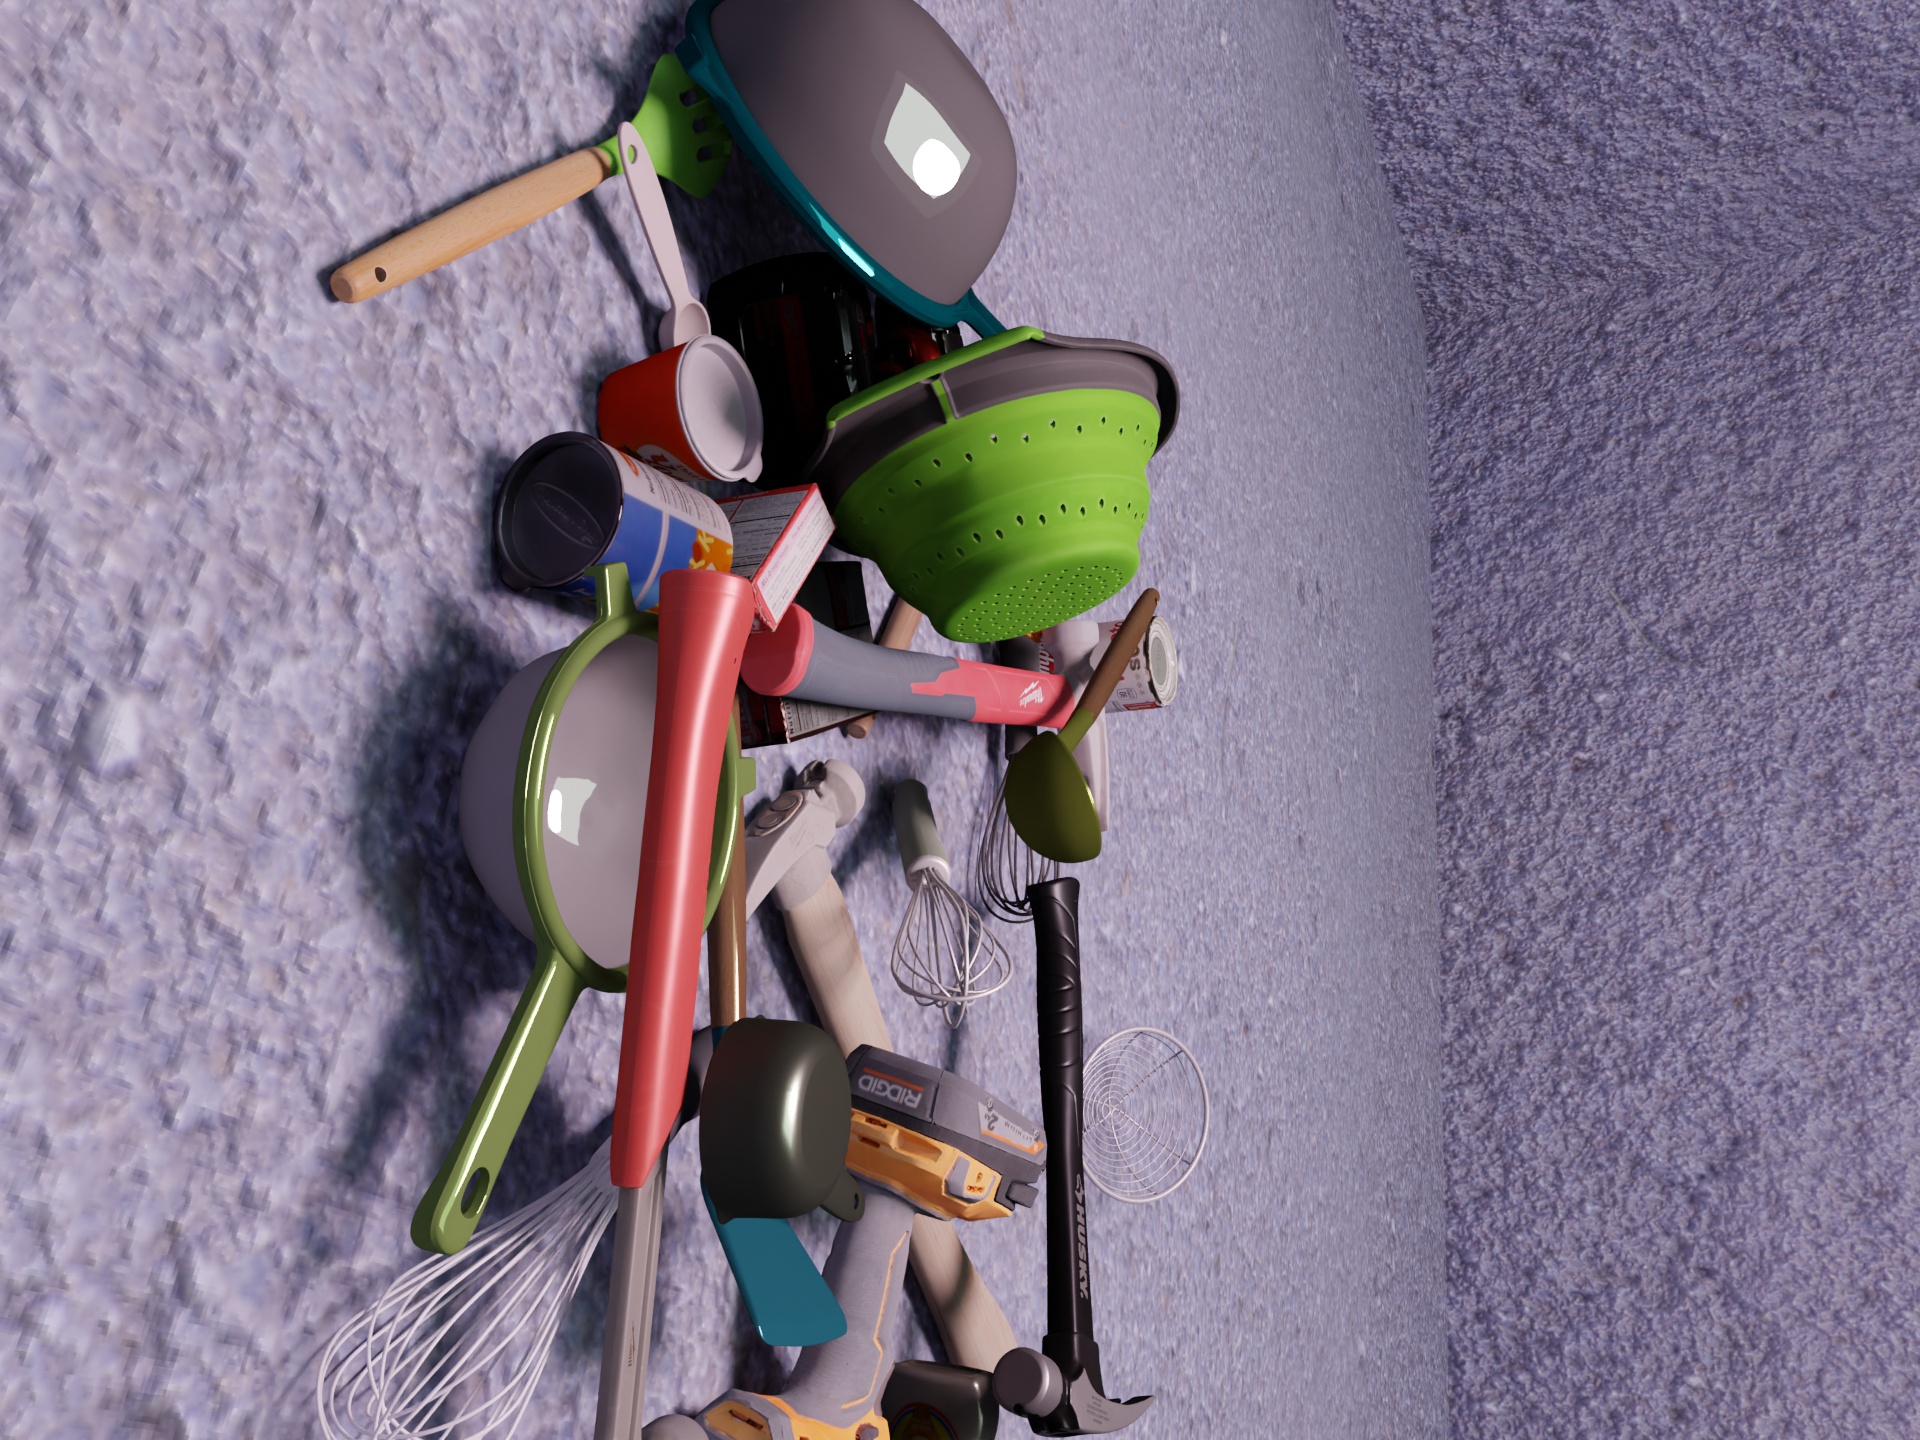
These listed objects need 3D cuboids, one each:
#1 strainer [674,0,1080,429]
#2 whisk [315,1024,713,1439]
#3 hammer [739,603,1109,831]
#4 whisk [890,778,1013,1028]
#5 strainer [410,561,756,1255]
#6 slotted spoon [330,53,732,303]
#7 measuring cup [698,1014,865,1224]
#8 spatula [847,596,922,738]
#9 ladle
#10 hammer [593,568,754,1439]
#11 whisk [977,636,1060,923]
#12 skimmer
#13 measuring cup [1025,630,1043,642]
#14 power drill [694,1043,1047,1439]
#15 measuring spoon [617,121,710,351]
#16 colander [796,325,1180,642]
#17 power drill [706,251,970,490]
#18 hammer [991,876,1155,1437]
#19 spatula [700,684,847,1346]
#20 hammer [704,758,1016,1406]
[{"bbox_3d":[0.006,-0.278,0.859,0.340,0.095,0.211,44,25,-21],"label":"strainer"},{"bbox_3d":[-0.150,0.196,0.632,0.285,0.070,0.070,-46,126,-64],"label":"whisk"},{"bbox_3d":[-0.001,-0.003,0.910,0.386,0.038,0.143,5,80,-63],"label":"hammer"},{"bbox_3d":[-0.015,0.087,0.851,0.246,0.059,0.057,-109,-163,-68],"label":"whisk"},{"bbox_3d":[-0.166,0.074,0.612,0.151,0.069,0.257,64,36,-49],"label":"strainer"},{"bbox_3d":[-0.175,-0.240,0.712,0.314,0.031,0.070,-57,138,-52],"label":"slotted spoon"},{"bbox_3d":[-0.055,0.177,0.650,0.167,0.038,0.083,61,32,-53],"label":"measuring cup"},{"bbox_3d":[-0.020,-0.099,1.019,0.316,0.018,0.059,-70,154,-45],"label":"spatula"},{"bbox_3d":[0.096,-0.015,1.003,0.320,0.062,0.078,-55,136,-55],"label":"ladle"},{"bbox_3d":[-0.115,0.119,0.583,0.149,0.037,0.359,39,54,-75],"label":"hammer"},{"bbox_3d":[0.039,0.024,1.090,0.055,0.055,0.239,44,41,-54],"label":"whisk"},{"bbox_3d":[0.090,0.275,1.045,0.363,0.090,0.127,19,69,-71],"label":"skimmer"},{"bbox_3d":[0.051,-0.111,1.115,0.173,0.052,0.095,-25,121,-63],"label":"measuring cup"},{"bbox_3d":[-0.035,0.295,0.786,0.185,0.084,0.226,48,60,-52],"label":"power drill"},{"bbox_3d":[-0.146,-0.223,0.755,0.034,0.018,0.124,-61,150,-41],"label":"measuring spoon"},{"bbox_3d":[0.047,-0.088,0.886,0.397,0.204,0.094,31,40,-72],"label":"colander"},{"bbox_3d":[-0.053,-0.213,0.912,0.226,0.080,0.188,-16,99,-68],"label":"power drill"},{"bbox_3d":[0.063,0.242,0.934,0.146,0.035,0.335,48,34,-47],"label":"hammer"},{"bbox_3d":[-0.093,0.110,0.710,0.082,0.044,0.318,39,43,-62],"label":"spatula"},{"bbox_3d":[-0.042,0.232,0.874,0.146,0.038,0.410,-53,132,-54],"label":"hammer"}]
